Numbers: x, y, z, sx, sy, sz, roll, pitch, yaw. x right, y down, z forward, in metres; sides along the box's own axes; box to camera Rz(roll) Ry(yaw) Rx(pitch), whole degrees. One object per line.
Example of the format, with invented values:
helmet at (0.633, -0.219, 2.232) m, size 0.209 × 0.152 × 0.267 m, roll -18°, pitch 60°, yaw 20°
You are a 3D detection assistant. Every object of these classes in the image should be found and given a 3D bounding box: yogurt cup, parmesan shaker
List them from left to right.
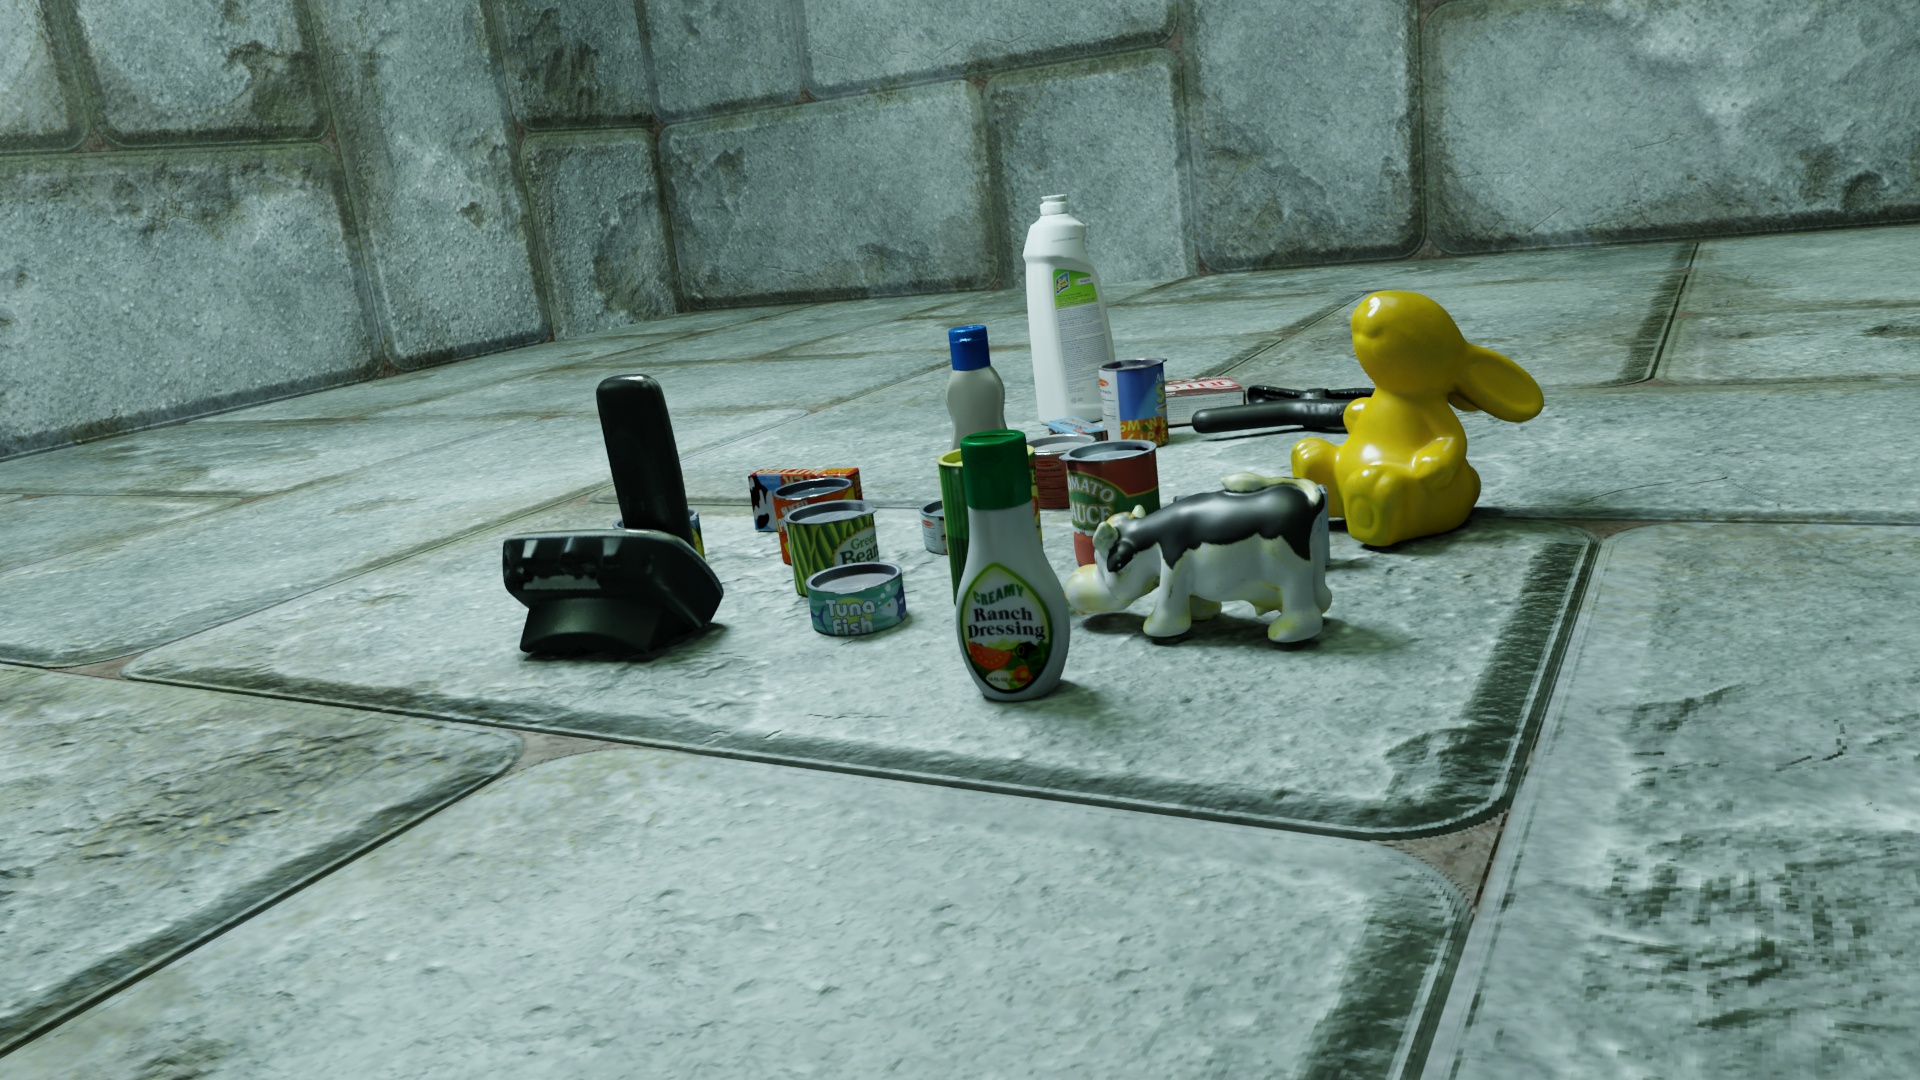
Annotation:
parmesan shaker at (0.024, -0.010, 0.948) m, size 0.071 × 0.102 × 0.071 m, roll -6°, pitch 14°, yaw 2°
yogurt cup at (0.086, -0.060, 1.204) m, size 0.072 × 0.053 × 0.072 m, roll -6°, pitch 15°, yaw 2°

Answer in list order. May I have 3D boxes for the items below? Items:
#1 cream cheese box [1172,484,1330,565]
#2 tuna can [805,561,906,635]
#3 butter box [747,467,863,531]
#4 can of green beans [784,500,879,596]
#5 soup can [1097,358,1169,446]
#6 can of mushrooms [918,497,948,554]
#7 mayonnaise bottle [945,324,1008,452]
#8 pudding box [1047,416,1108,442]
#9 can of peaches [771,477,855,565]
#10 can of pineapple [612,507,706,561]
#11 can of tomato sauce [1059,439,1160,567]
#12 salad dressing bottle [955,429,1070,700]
cream cheese box at (0.200, -0.007, 0.954) m, size 0.104 × 0.053 × 0.024 m, roll -4°, pitch 14°, yaw 9°
tuna can at (-0.070, 0.040, 0.942) m, size 0.071 × 0.032 × 0.071 m, roll -6°, pitch 15°, yaw 2°
butter box at (-0.134, -0.036, 1.215) m, size 0.103 × 0.053 × 0.024 m, roll 0°, pitch 16°, yaw 24°
can of green beans at (-0.094, 0.006, 1.031) m, size 0.071 × 0.057 × 0.071 m, roll -6°, pitch 15°, yaw 2°
soup can at (0.178, -0.138, 1.400) m, size 0.071 × 0.083 × 0.071 m, roll -6°, pitch 14°, yaw 2°
can of mushrooms at (0.004, -0.014, 1.109) m, size 0.071 × 0.033 × 0.071 m, roll -6°, pitch 15°, yaw 2°
mayonnaise bottle at (0.015, -0.127, 1.304) m, size 0.065 × 0.147 × 0.041 m, roll -5°, pitch 14°, yaw 9°
pudding box at (0.111, -0.085, 1.297) m, size 0.030 × 0.049 × 0.084 m, roll -11°, pitch 15°, yaw -15°
can of peaches at (-0.116, -0.015, 1.119) m, size 0.071 × 0.058 × 0.071 m, roll -6°, pitch 15°, yaw 2°
can of pineapple at (-0.231, 0.010, 1.077) m, size 0.071 × 0.057 × 0.071 m, roll -6°, pitch 15°, yaw 2°
can of tomato sauce at (0.111, -0.026, 1.008) m, size 0.071 × 0.083 × 0.071 m, roll -6°, pitch 14°, yaw 2°
salad dressing bottle at (0.025, 0.013, 0.772) m, size 0.064 × 0.147 × 0.044 m, roll -2°, pitch 15°, yaw 18°
